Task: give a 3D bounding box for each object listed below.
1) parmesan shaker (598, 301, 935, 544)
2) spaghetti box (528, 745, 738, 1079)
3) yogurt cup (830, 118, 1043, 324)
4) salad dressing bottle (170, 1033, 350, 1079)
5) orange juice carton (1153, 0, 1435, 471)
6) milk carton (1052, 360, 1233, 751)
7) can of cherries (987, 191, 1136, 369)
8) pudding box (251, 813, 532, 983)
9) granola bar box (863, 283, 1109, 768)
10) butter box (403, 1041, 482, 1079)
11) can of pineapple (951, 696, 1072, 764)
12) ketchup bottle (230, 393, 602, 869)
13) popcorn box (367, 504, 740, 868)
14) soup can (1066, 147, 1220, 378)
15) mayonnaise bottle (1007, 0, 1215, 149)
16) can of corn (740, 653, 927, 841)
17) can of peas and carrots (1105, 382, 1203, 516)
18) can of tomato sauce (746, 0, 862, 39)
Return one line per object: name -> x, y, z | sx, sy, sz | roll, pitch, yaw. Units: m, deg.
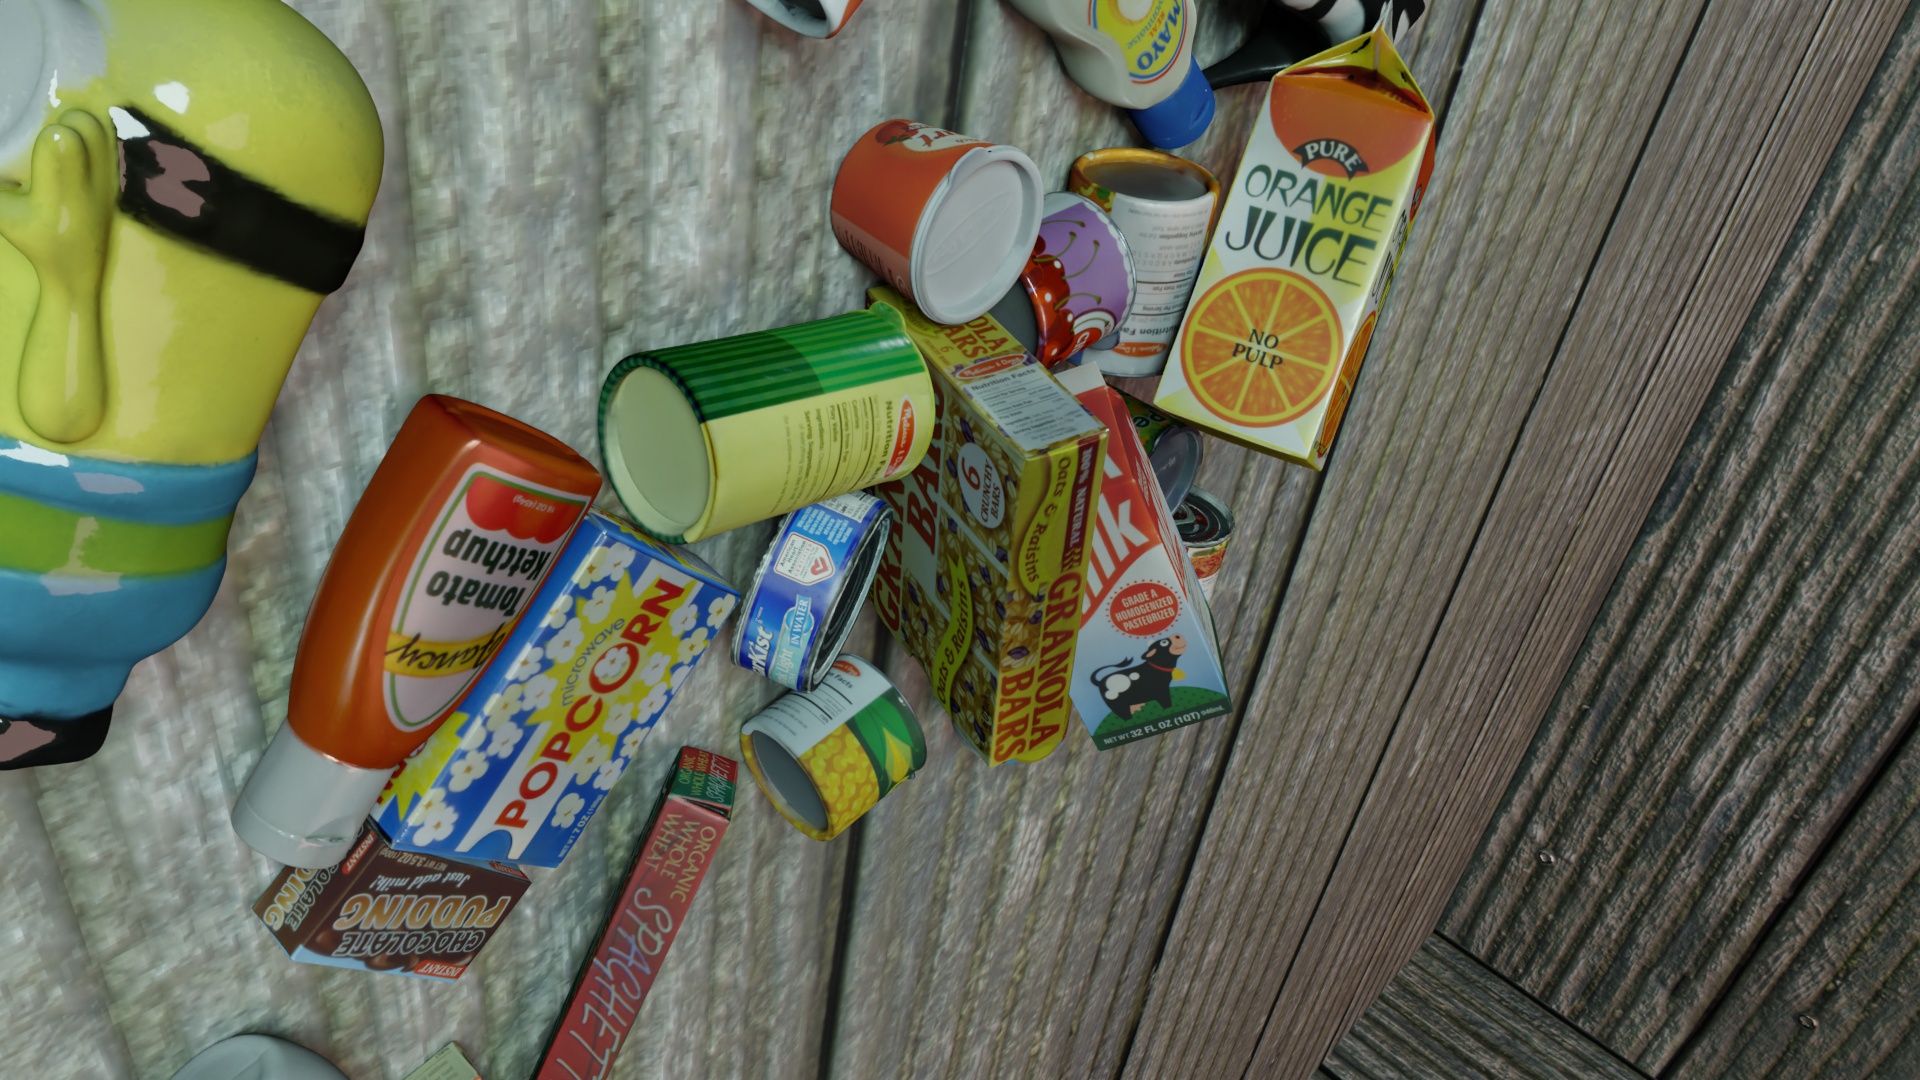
parmesan shaker -> -0.067, -0.045, 0.492 | 0.103, 0.071, 0.071 | -20, 134, -45
spaghetti box -> -0.159, 0.207, 0.611 | 0.249, 0.029, 0.050 | -64, -169, 12
yogurt cup -> -0.011, -0.121, 0.514 | 0.073, 0.054, 0.072 | -36, 145, -31
salad dressing bottle -> -0.235, 0.242, 0.508 | 0.064, 0.044, 0.147 | -39, 132, -29
orange juice carton -> 0.157, -0.134, 0.616 | 0.192, 0.073, 0.072 | -70, 161, 5
milk carton -> 0.063, 0.003, 0.654 | 0.072, 0.074, 0.189 | -18, 124, 14
can of cherries -> 0.031, -0.102, 0.576 | 0.059, 0.071, 0.071 | -33, 142, -35
pudding box -> -0.200, 0.126, 0.496 | 0.050, 0.030, 0.083 | -52, 150, -6
granola bar box -> 0.002, -0.007, 0.567 | 0.039, 0.124, 0.164 | -18, 135, -23
butter box -> -0.240, 0.259, 0.570 | 0.104, 0.024, 0.052 | -36, 143, -32
can of pineapple -> 0.030, 0.078, 0.751 | 0.071, 0.071, 0.057 | -32, 143, -36
ketchup bottle -> -0.173, 0.030, 0.431 | 0.148, 0.043, 0.064 | -59, 150, 4
popcorn box -> -0.146, 0.051, 0.496 | 0.126, 0.038, 0.085 | -56, 151, -2
soup can -> 0.075, -0.127, 0.627 | 0.072, 0.071, 0.083 | -28, 139, -40
mayonnaise bottle -> 0.064, -0.208, 0.554 | 0.064, 0.041, 0.148 | -59, 150, 1
can of corn -> -0.058, 0.097, 0.638 | 0.058, 0.071, 0.070 | -35, 144, -31
can of peas and carrots -> 0.083, -0.043, 0.720 | 0.071, 0.059, 0.070 | -36, 144, -32
can of tomato sauce -> -0.037, -0.196, 0.390 | 0.083, 0.071, 0.071 | -54, 150, -4
